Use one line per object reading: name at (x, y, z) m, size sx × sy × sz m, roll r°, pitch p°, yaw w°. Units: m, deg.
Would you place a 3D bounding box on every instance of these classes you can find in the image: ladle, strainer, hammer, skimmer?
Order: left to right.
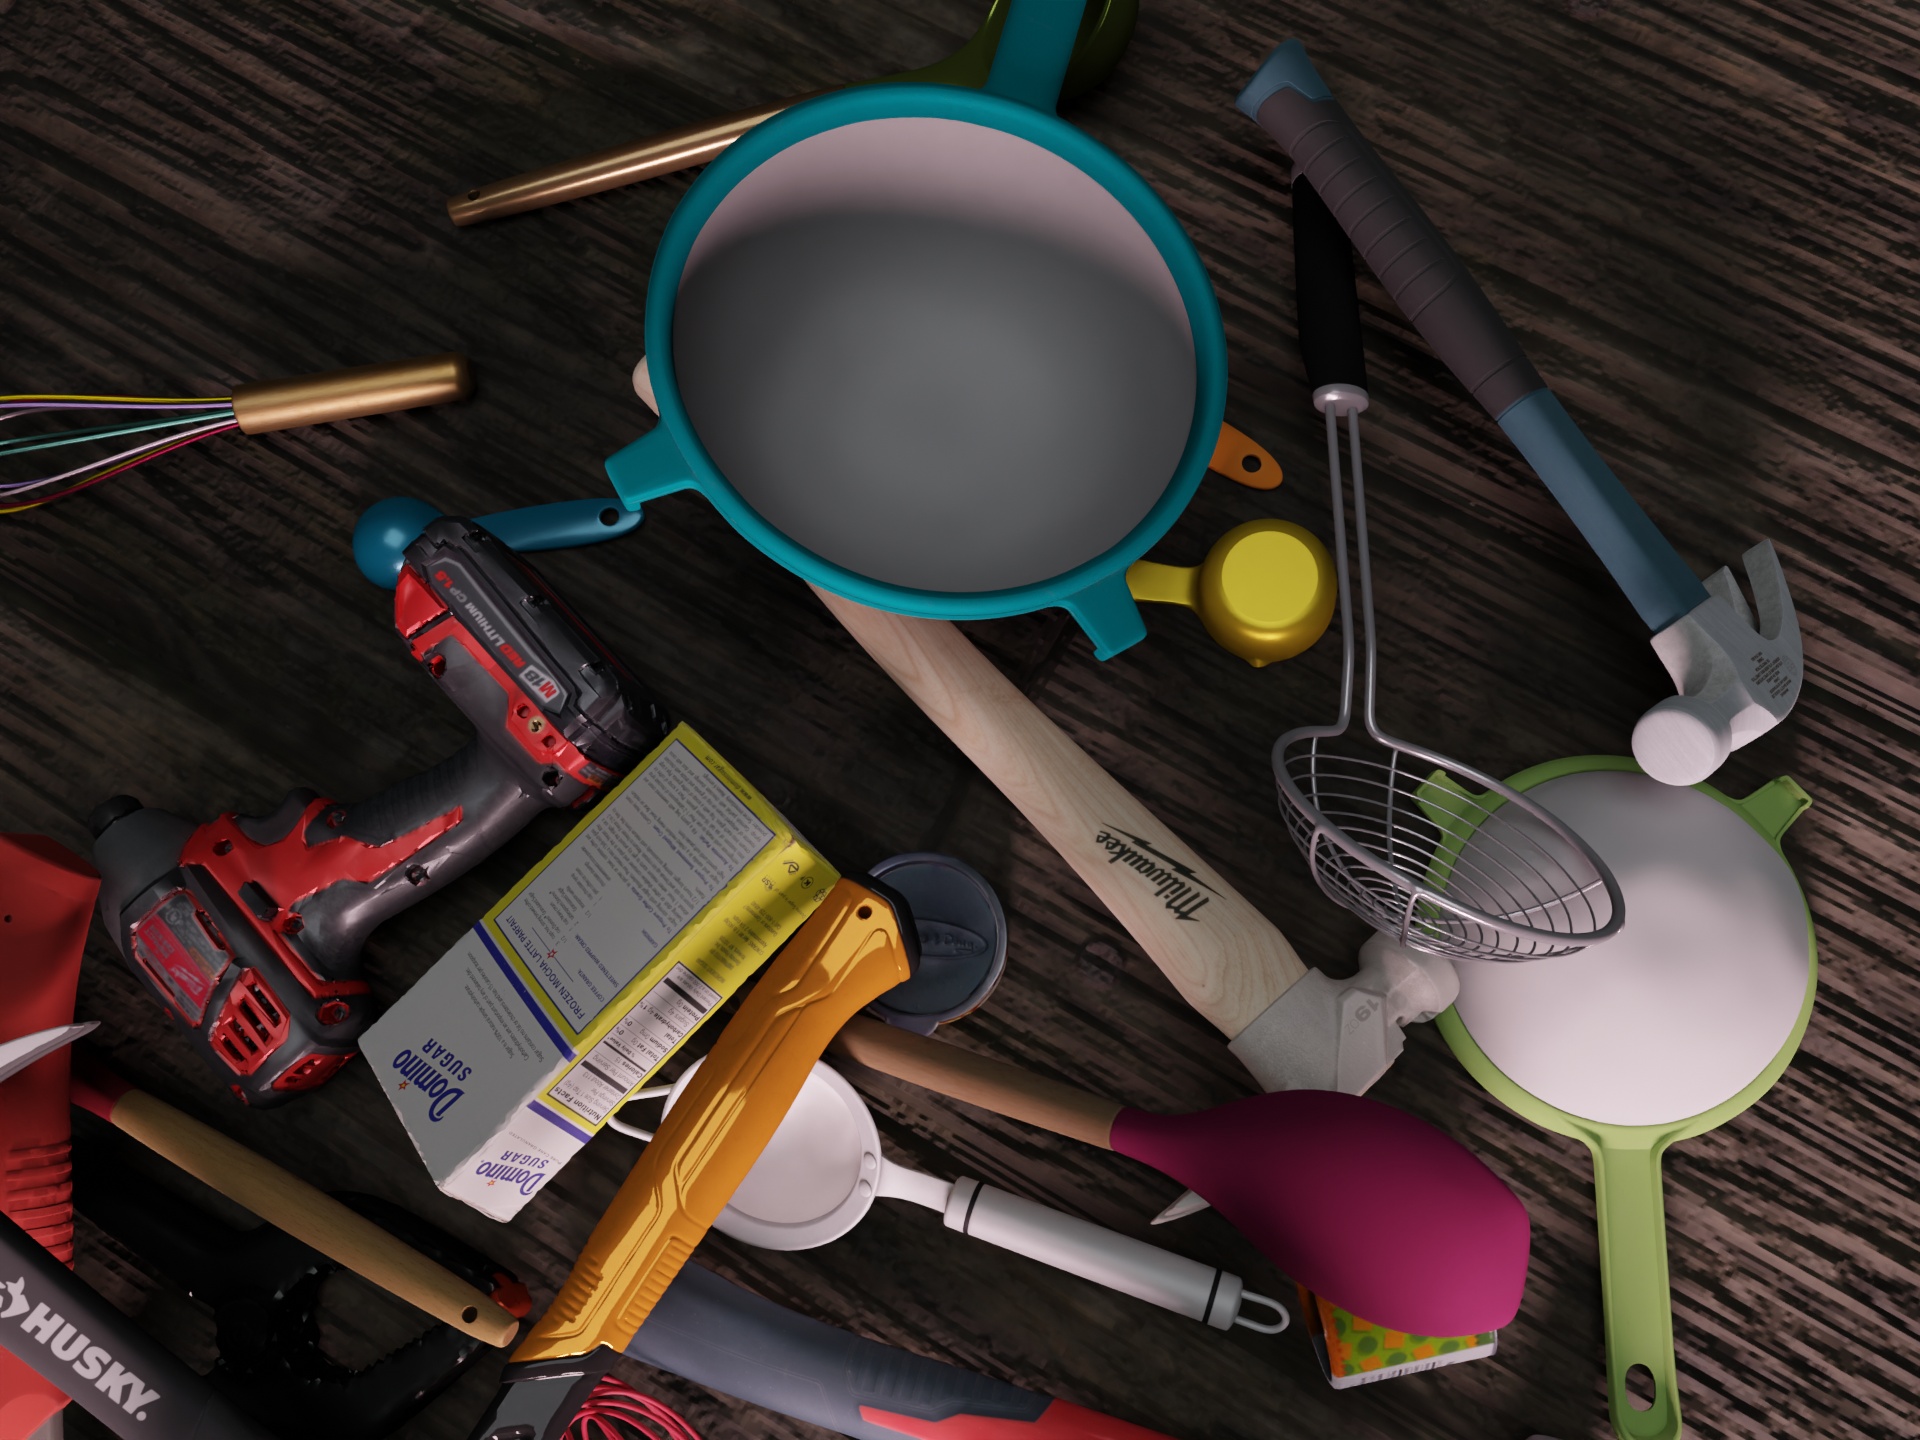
hammer at (-0.347, 0.221, 0.571) m, size 0.149 × 0.036 × 0.359 m, roll -4°, pitch 84°, yaw -2°
ladle at (-0.299, 0.160, 0.606) m, size 0.315 × 0.031 × 0.069 m, roll 22°, pitch 73°, yaw 16°
hammer at (-0.248, 0.247, 0.544) m, size 0.334 × 0.035 × 0.146 m, roll 41°, pitch 76°, yaw -5°
hammer at (-0.125, 0.188, 0.531) m, size 0.127 × 0.034 × 0.337 m, roll 32°, pitch 70°, yaw 9°
ladle at (-0.078, -0.275, 0.699) m, size 0.320 × 0.062 × 0.078 m, roll -14°, pitch 63°, yaw 3°
strainer at (-0.006, 0.176, 0.586) m, size 0.258 × 0.050 × 0.087 m, roll 17°, pitch 108°, yaw 14°
hammer at (-0.001, -0.002, 0.623) m, size 0.146 × 0.038 × 0.411 m, roll -36°, pitch 73°, yaw -24°
strainer at (0.004, -0.184, 0.628) m, size 0.211 × 0.095 × 0.340 m, roll 17°, pitch 71°, yaw -5°
hammer at (0.033, 0.281, 0.575) m, size 0.386 × 0.038 × 0.143 m, roll 15°, pitch 81°, yaw 7°
skimmer at (0.166, -0.083, 0.597) m, size 0.127 × 0.090 × 0.364 m, roll 10°, pitch 66°, yaw -22°
hammer at (0.210, -0.134, 0.618) m, size 0.128 × 0.033 × 0.331 m, roll -23°, pitch 75°, yaw -40°
strainer at (0.249, 0.132, 0.576) m, size 0.151 × 0.069 × 0.256 m, roll 1°, pitch 76°, yaw 4°

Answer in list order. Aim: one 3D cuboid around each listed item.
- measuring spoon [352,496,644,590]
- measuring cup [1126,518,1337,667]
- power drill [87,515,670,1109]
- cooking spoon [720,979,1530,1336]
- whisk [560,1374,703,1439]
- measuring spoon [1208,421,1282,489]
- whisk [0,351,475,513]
measuring spoon at (-0.200, -0.083, 0.680) m, size 0.128 × 0.021 × 0.042 m, roll -7°, pitch 77°, yaw 4°
measuring cup at (0.076, -0.061, 0.652) m, size 0.156 × 0.029 × 0.062 m, roll 8°, pitch 78°, yaw 6°
power drill at (-0.238, 0.030, 0.633) m, size 0.219 × 0.078 × 0.143 m, roll -44°, pitch 79°, yaw -3°
cooking spoon at (0.032, 0.132, 0.544) m, size 0.319 × 0.017 × 0.068 m, roll 11°, pitch 100°, yaw 36°
whisk at (-0.066, 0.361, 0.555) m, size 0.073 × 0.073 × 0.296 m, roll -34°, pitch 83°, yaw -4°
measuring spoon at (0.087, -0.133, 0.676) m, size 0.117 × 0.011 × 0.021 m, roll 34°, pitch 82°, yaw 10°
whisk at (-0.335, -0.129, 0.696) m, size 0.245 × 0.051 × 0.047 m, roll -10°, pitch 98°, yaw -2°
